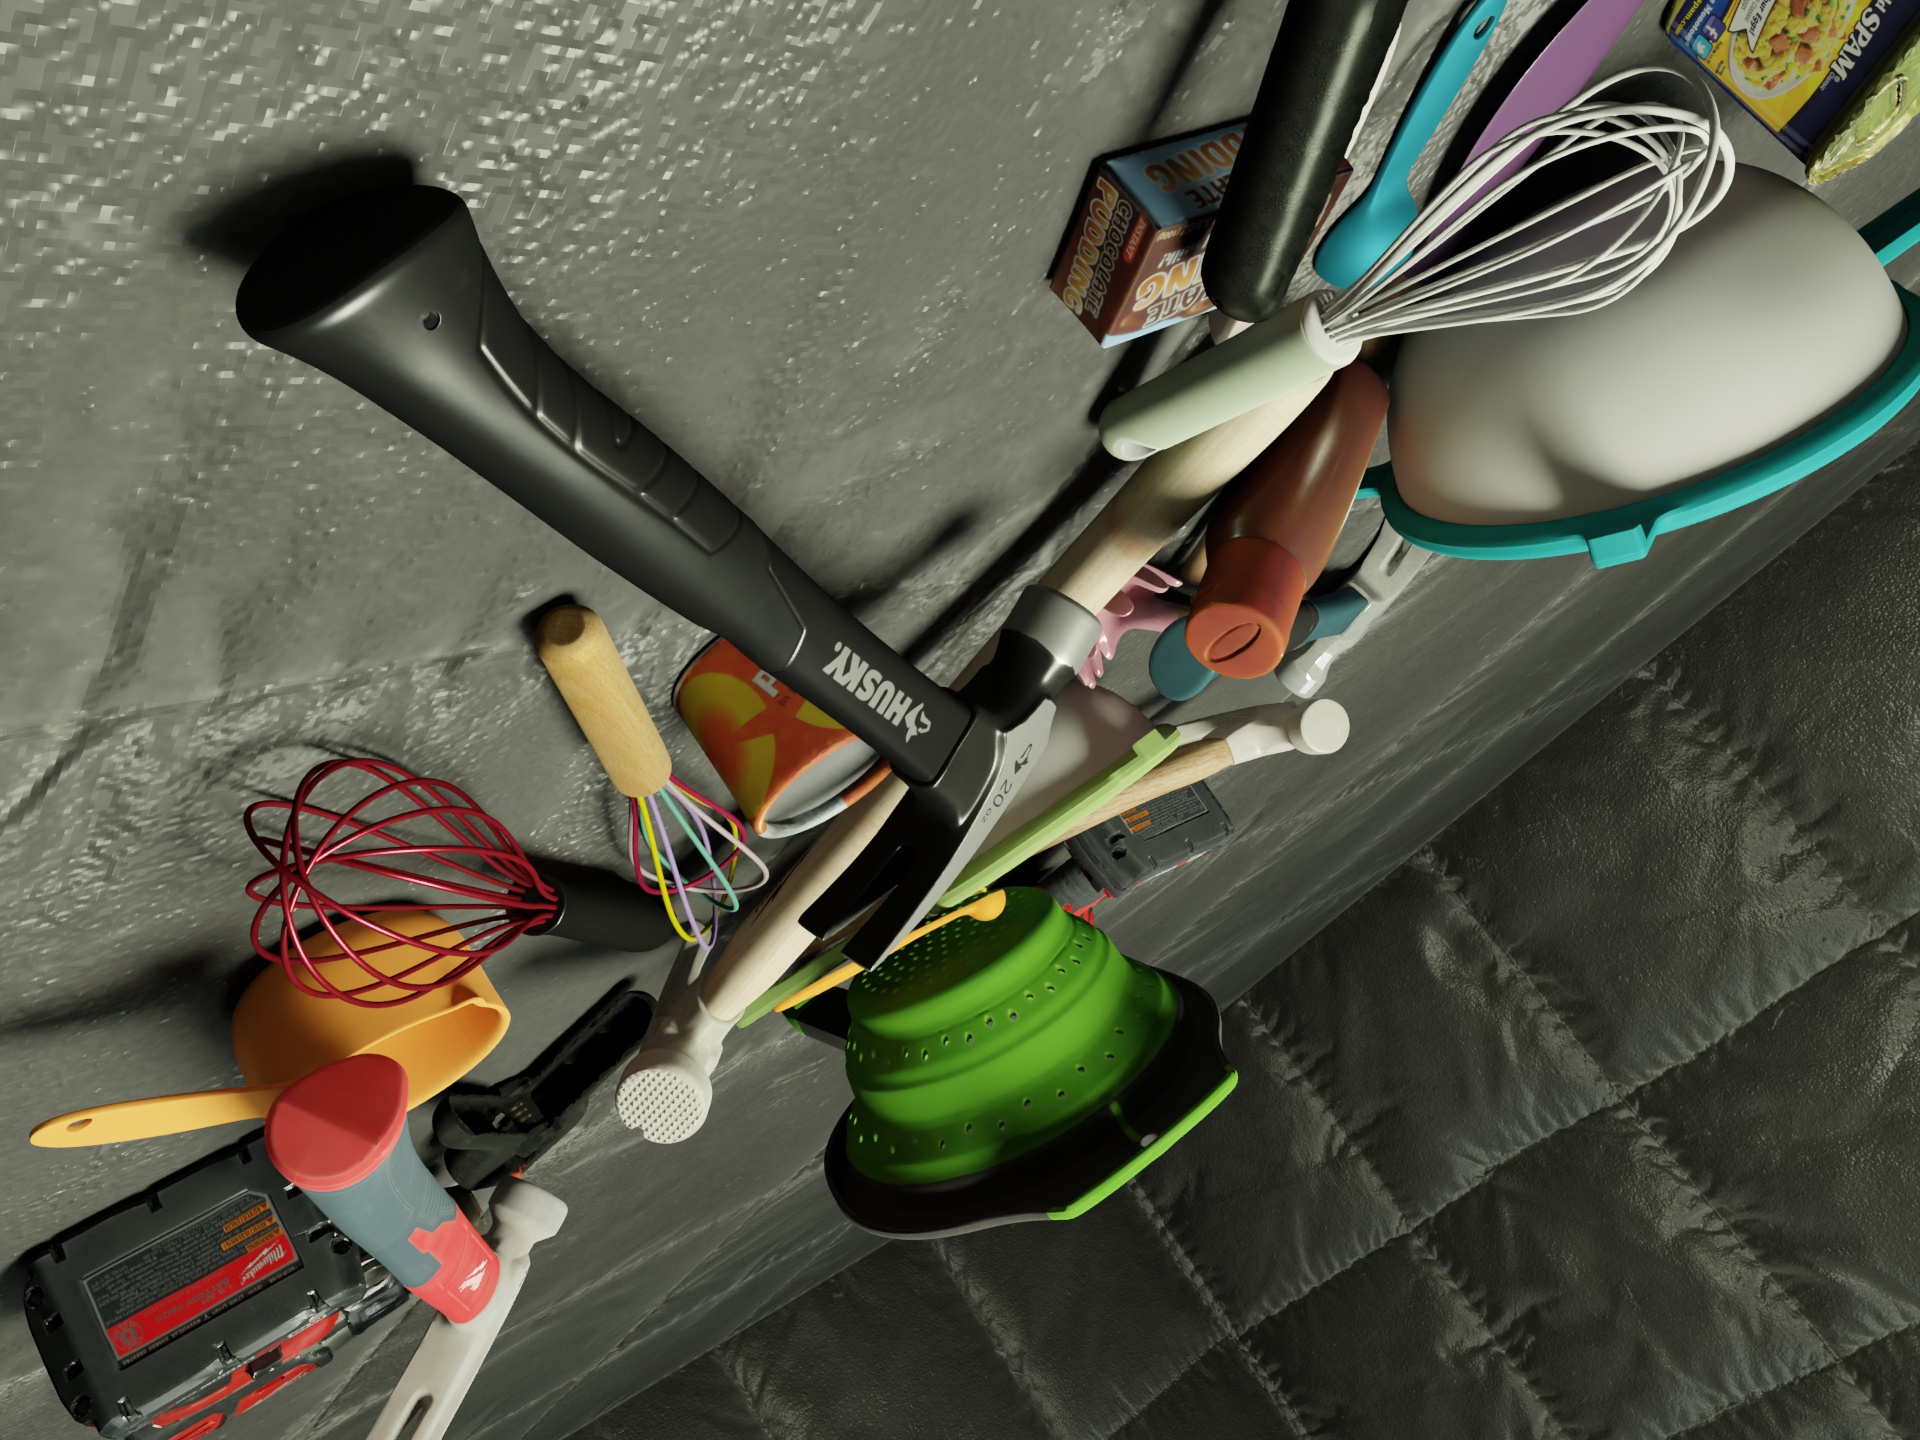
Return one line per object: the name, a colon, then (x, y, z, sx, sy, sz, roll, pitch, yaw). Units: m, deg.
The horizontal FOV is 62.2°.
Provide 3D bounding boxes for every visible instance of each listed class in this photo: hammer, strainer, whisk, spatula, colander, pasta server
hammer: (-0.058, -0.028, 0.432, 0.146, 0.035, 0.334, -59, 150, -5)
strainer: (-0.018, 0.054, 0.760, 0.256, 0.069, 0.151, -34, 178, 6)
hammer: (0.046, 0.057, 0.877, 0.331, 0.031, 0.130, -22, -175, -19)
whisk: (-0.110, 0.023, 0.573, 0.047, 0.051, 0.244, -39, 158, -15)
hammer: (-0.001, -0.002, 0.656, 0.410, 0.038, 0.146, -48, -168, 17)
strainer: (0.307, -0.191, 0.632, 0.340, 0.095, 0.211, -33, -157, -7)
spatula: (0.167, -0.160, 0.642, 0.060, 0.018, 0.315, -27, 159, -39)
whisk: (-0.157, 0.064, 0.558, 0.073, 0.073, 0.295, -36, 167, 1)
hammer: (-0.220, 0.219, 0.627, 0.386, 0.038, 0.143, 107, 8, -62)
colander: (-0.025, 0.145, 0.830, 0.204, 0.094, 0.397, -32, -167, -24)
pasta server: (0.116, -0.045, 0.802, 0.060, 0.040, 0.316, -51, 160, 15)
whisk: (0.118, -0.123, 0.481, 0.057, 0.059, 0.246, 10, 167, -29)
hammer: (0.172, -0.048, 0.836, 0.128, 0.033, 0.331, -52, 163, 24)

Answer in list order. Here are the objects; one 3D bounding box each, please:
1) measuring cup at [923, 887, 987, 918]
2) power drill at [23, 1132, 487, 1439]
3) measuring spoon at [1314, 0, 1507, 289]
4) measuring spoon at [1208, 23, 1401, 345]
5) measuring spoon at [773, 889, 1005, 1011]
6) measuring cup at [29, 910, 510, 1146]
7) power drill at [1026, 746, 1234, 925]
measuring cup: (-0.041, 0.101, 0.924, 0.062, 0.029, 0.156, -44, 149, 19)
power drill: (-0.314, 0.262, 0.740, 0.188, 0.080, 0.226, -27, 163, -25)
measuring spoon: (0.159, -0.191, 0.542, 0.042, 0.021, 0.128, -28, 162, -23)
measuring spoon: (0.109, -0.173, 0.520, 0.034, 0.018, 0.124, -37, 159, -39)
measuring spoon: (-0.029, 0.104, 0.704, 0.117, 0.011, 0.021, -25, 170, -19)
measuring cup: (-0.232, 0.104, 0.531, 0.095, 0.052, 0.173, -42, 159, 19)
power drill: (0.066, 0.111, 1.050, 0.143, 0.079, 0.219, -18, 158, -42)
